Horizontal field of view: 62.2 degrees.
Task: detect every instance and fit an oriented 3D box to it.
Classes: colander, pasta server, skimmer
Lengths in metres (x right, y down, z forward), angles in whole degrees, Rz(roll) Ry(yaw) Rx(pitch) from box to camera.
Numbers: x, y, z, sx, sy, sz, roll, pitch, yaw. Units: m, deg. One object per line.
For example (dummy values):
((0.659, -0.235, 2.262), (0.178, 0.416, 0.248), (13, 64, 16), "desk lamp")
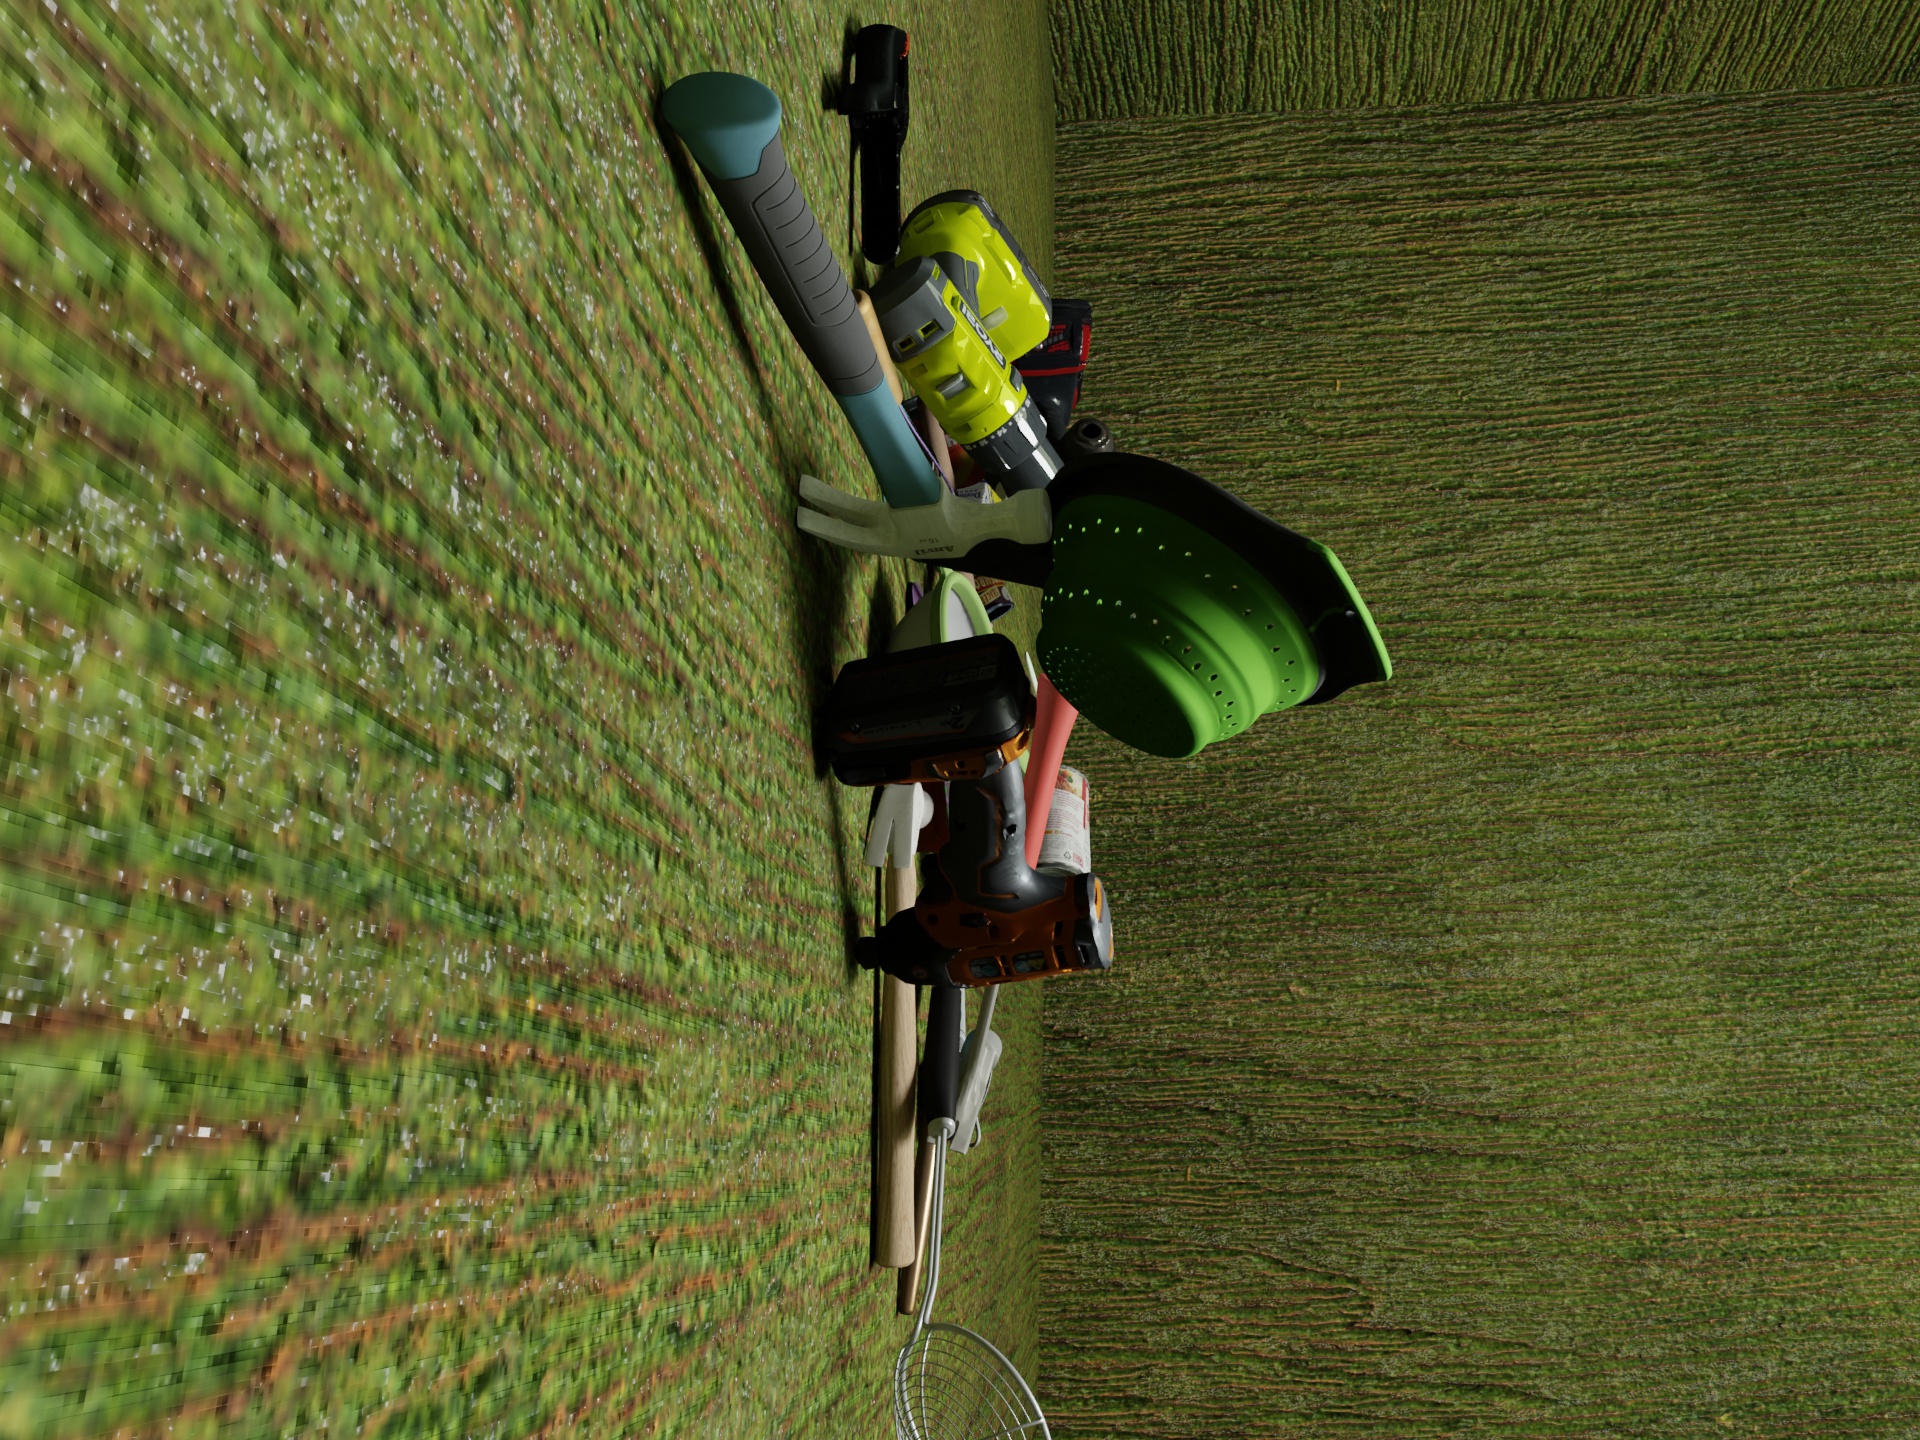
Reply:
((0.057, -0.062, 0.949), (0.094, 0.397, 0.204), (-52, 130, -18), "colander")
((0.008, -0.120, 1.239), (0.315, 0.040, 0.060), (77, 13, -44), "pasta server")
((0.010, 0.330, 1.042), (0.127, 0.090, 0.364), (-52, -155, 39), "skimmer")

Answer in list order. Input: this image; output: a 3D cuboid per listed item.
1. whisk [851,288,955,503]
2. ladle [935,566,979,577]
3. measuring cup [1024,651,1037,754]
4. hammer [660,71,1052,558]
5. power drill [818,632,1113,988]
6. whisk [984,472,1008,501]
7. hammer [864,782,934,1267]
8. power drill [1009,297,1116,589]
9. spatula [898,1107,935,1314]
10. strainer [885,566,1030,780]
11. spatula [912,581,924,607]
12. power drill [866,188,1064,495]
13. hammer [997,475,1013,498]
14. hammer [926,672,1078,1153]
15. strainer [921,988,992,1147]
((-0.048, -0.204, 1.067), (0.244, 0.051, 0.047), (68, 2, -63), "whisk")
((-0.013, -0.142, 1.282), (0.320, 0.062, 0.078), (-32, 138, -79), "ladle")
((0.062, 0.017, 1.432), (0.083, 0.038, 0.167), (-82, 159, -65), "measuring cup")
((-0.052, -0.169, 0.743), (0.330, 0.128, 0.033), (59, 29, -61), "hammer")
((-0.010, 0.070, 0.963), (0.084, 0.164, 0.226), (-80, 156, -56), "power drill")
((0.062, -0.185, 1.419), (0.285, 0.070, 0.070), (52, -17, 34), "whisk")
((-0.043, 0.207, 1.103), (0.130, 0.031, 0.331), (46, 45, -81), "hammer")
((0.080, -0.236, 1.280), (0.187, 0.080, 0.227), (95, -12, -61), "power drill")
((-0.031, 0.304, 1.266), (0.082, 0.044, 0.318), (80, 17, -63), "spatula")
((-0.002, -0.004, 1.183), (0.256, 0.069, 0.152), (56, 27, -58), "strainer")
((-0.017, -0.058, 1.402), (0.315, 0.018, 0.060), (61, 21, -76), "spatula")
((0.014, -0.271, 1.146), (0.190, 0.080, 0.229), (49, 26, -28), "power drill")
((0.022, -0.245, 1.305), (0.335, 0.035, 0.146), (-109, -166, -54), "hammer")
((0.036, 0.139, 1.185), (0.149, 0.037, 0.359), (-56, 160, -69), "hammer")
((-0.007, 0.284, 1.390), (0.087, 0.050, 0.259), (-53, -168, 15), "strainer")
